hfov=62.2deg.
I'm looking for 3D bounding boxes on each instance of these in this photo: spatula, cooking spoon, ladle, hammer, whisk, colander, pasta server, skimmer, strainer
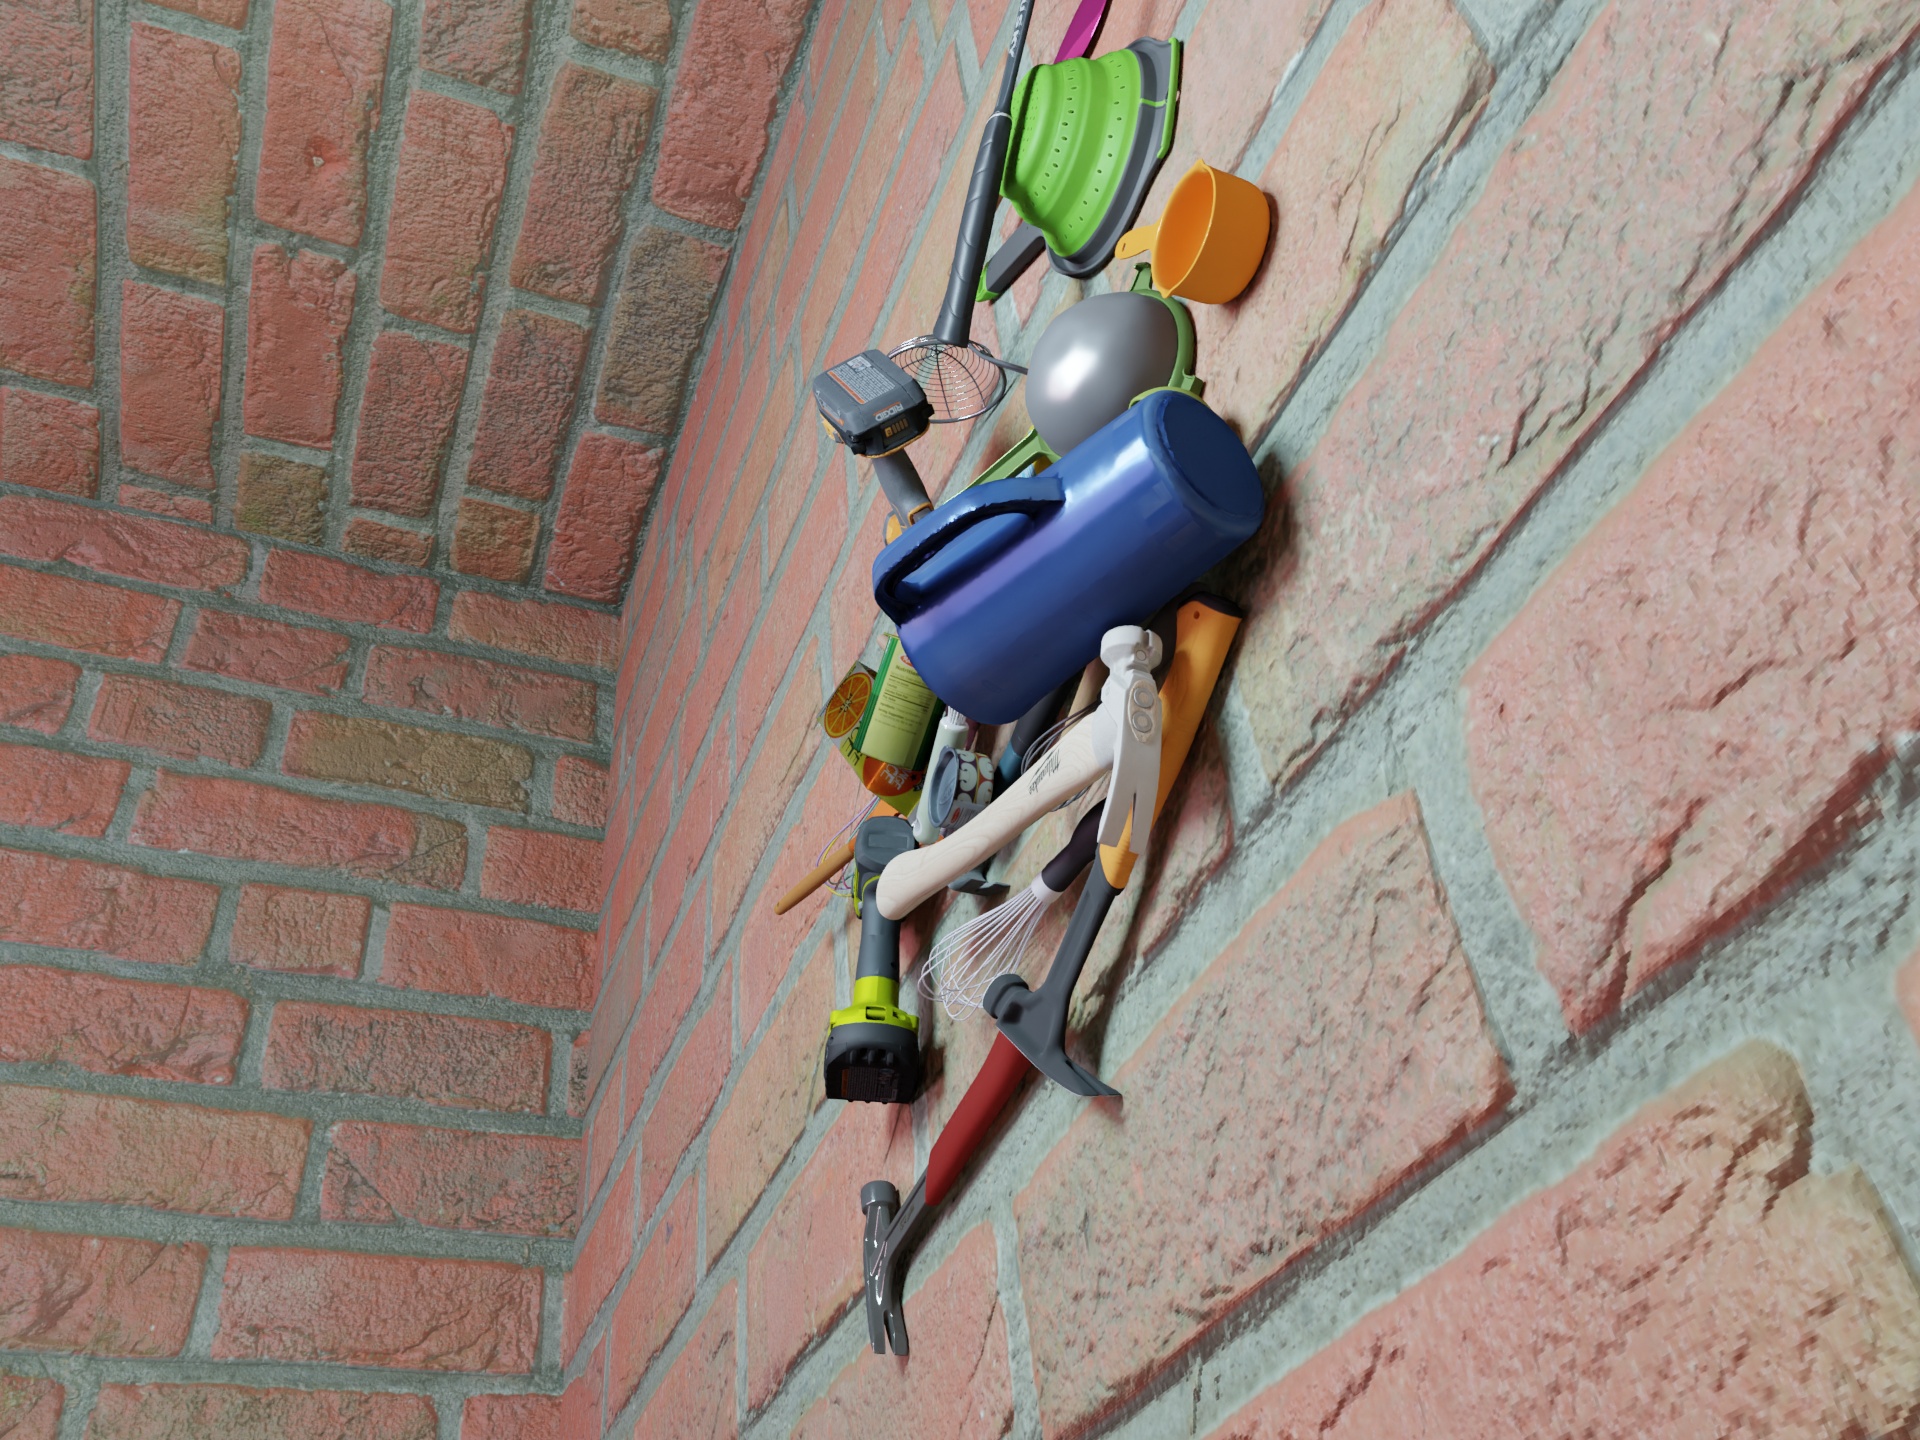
[{"bbox_3d":[-0.107,0.136,1.568,0.322,0.041,0.081,-41,42,50],"label":"spatula"},{"bbox_3d":[0.065,-0.568,1.521,0.318,0.017,0.069,-60,23,22],"label":"cooking spoon"},{"bbox_3d":[0.109,-0.086,1.134,0.078,0.062,0.320,45,128,38],"label":"ladle"},{"bbox_3d":[0.111,0.078,1.039,0.127,0.034,0.337,37,111,49],"label":"hammer"},{"bbox_3d":[-0.081,0.091,1.596,0.047,0.051,0.245,57,132,34],"label":"whisk"},{"bbox_3d":[0.059,-0.476,1.426,0.397,0.094,0.204,156,123,-66],"label":"colander"},{"bbox_3d":[0.053,0.010,1.266,0.128,0.033,0.330,-102,30,-50],"label":"hammer"},{"bbox_3d":[-0.043,-0.038,1.532,0.040,0.060,0.316,-54,23,3],"label":"pasta server"},{"bbox_3d":[-0.002,-0.004,1.318,0.058,0.059,0.246,-123,43,-58],"label":"whisk"},{"bbox_3d":[0.039,-0.510,1.310,0.149,0.036,0.409,-156,78,-68],"label":"hammer"},{"bbox_3d":[0.026,0.082,1.132,0.410,0.038,0.146,137,144,-57],"label":"hammer"},{"bbox_3d":[0.036,-0.282,1.399,0.364,0.127,0.090,36,109,58],"label":"skimmer"},{"bbox_3d":[0.049,0.139,1.175,0.284,0.070,0.070,-53,31,41],"label":"whisk"},{"bbox_3d":[0.058,-0.236,1.203,0.256,0.069,0.152,-37,47,29],"label":"strainer"},{"bbox_3d":[-0.007,0.346,1.241,0.149,0.036,0.358,-100,28,-46],"label":"hammer"},{"bbox_3d":[0.108,-0.013,1.117,0.239,0.055,0.055,-54,30,40],"label":"whisk"}]

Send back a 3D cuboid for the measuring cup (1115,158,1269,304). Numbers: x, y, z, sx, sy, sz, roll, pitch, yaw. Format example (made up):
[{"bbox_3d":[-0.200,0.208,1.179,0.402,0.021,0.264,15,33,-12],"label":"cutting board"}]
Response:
[{"bbox_3d":[0.162,-0.338,1.132,0.174,0.052,0.095,-147,69,-71],"label":"measuring cup"}]

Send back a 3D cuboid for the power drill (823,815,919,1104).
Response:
[{"bbox_3d":[-0.073,0.220,1.419,0.171,0.080,0.223,99,175,-59],"label":"power drill"}]

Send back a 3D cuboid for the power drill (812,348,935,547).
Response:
[{"bbox_3d":[-0.042,-0.205,1.446,0.186,0.084,0.226,51,167,53],"label":"power drill"}]
